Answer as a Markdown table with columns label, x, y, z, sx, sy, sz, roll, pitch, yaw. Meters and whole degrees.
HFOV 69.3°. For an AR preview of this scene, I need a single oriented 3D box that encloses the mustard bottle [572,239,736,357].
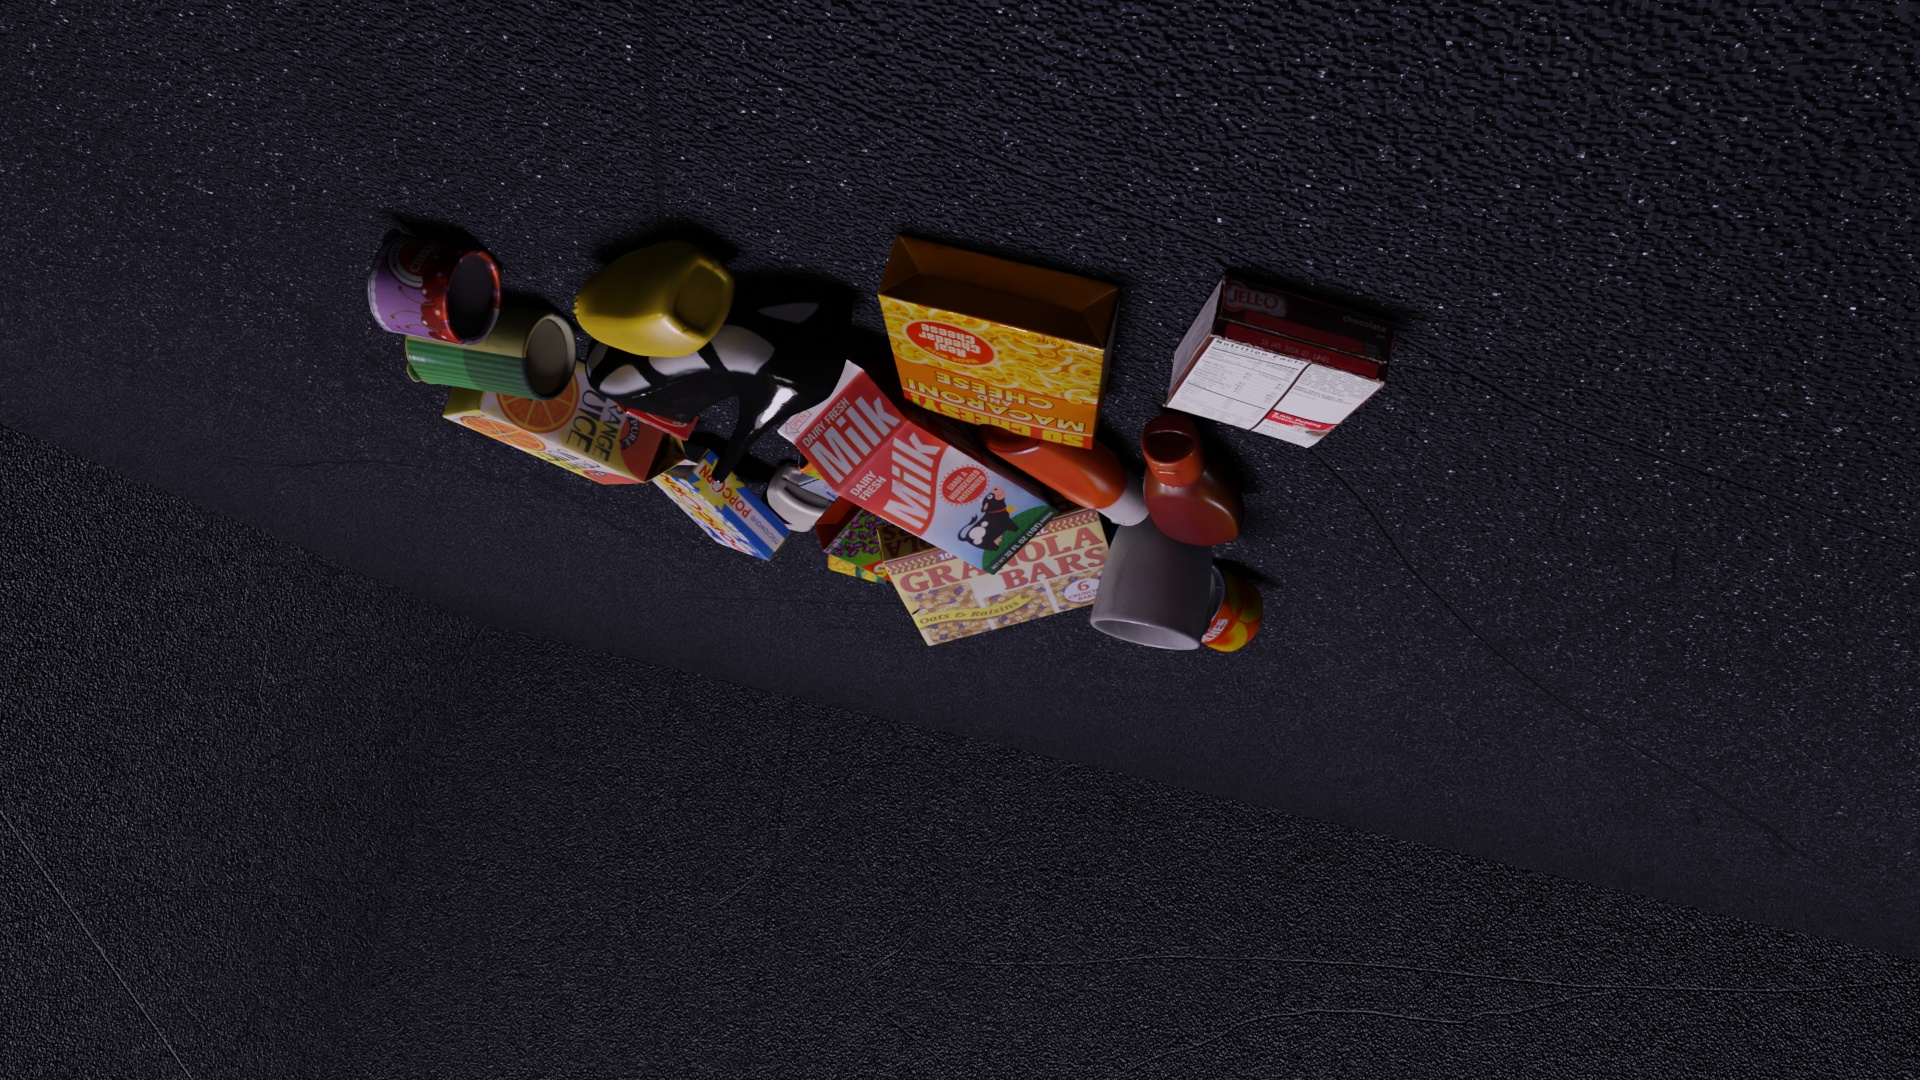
| label | x | y | z | sx | sy | sz | roll | pitch | yaw |
| --- | --- | --- | --- | --- | --- | --- | --- | --- | --- |
| mustard bottle | -0.198 | -0.146 | 0.853 | 0.049 | 0.065 | 0.160 | 33 | 164 | -36 |

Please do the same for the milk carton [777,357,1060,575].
| label | x | y | z | sx | sy | sz | roll | pitch | yaw |
| --- | --- | --- | --- | --- | --- | --- | --- | --- | --- |
| milk carton | -0.029 | -0.055 | 0.935 | 0.190 | 0.074 | 0.072 | 29 | 116 | -39 |

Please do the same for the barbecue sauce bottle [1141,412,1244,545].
| label | x | y | z | sx | sy | sz | roll | pitch | yaw |
| --- | --- | --- | --- | --- | --- | --- | --- | --- | --- |
| barbecue sauce bottle | 0.150 | -0.039 | 0.924 | 0.065 | 0.044 | 0.148 | 7 | 164 | 20 |

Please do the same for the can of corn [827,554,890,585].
| label | x | y | z | sx | sy | sz | roll | pitch | yaw |
| --- | --- | --- | --- | --- | --- | --- | --- | --- | --- |
| can of corn | -0.088 | 0.005 | 1.314 | 0.058 | 0.071 | 0.071 | 15 | 166 | 5 |

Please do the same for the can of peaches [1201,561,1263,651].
| label | x | y | z | sx | sy | sz | roll | pitch | yaw |
| --- | --- | --- | --- | --- | --- | --- | --- | --- | --- |
| can of peaches | 0.216 | 0.058 | 1.184 | 0.058 | 0.071 | 0.071 | 25 | 163 | -38 |

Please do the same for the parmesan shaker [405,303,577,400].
| label | x | y | z | sx | sy | sz | roll | pitch | yaw |
| --- | --- | --- | --- | --- | --- | --- | --- | --- | --- |
| parmesan shaker | -0.343 | -0.138 | 1.016 | 0.103 | 0.071 | 0.071 | 11 | 165 | 19 |

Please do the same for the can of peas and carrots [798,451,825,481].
| label | x | y | z | sx | sy | sz | roll | pitch | yaw |
| --- | --- | --- | --- | --- | --- | --- | --- | --- | --- |
| can of peas and carrots | -0.077 | -0.071 | 1.005 | 0.059 | 0.071 | 0.071 | 21 | 165 | -18 |

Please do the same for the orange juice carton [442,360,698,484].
| label | x | y | z | sx | sy | sz | roll | pitch | yaw |
| --- | --- | --- | --- | --- | --- | --- | --- | --- | --- |
| orange juice carton | -0.311 | -0.098 | 1.140 | 0.192 | 0.073 | 0.071 | 26 | 163 | -39 |

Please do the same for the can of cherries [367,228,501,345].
| label | x | y | z | sx | sy | sz | roll | pitch | yaw |
| --- | --- | --- | --- | --- | --- | --- | --- | --- | --- |
| can of cherries | -0.348 | -0.168 | 0.920 | 0.058 | 0.071 | 0.071 | 12 | 166 | 13 |

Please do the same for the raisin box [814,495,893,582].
| label | x | y | z | sx | sy | sz | roll | pitch | yaw |
| --- | --- | --- | --- | --- | --- | --- | --- | --- | --- |
| raisin box | -0.048 | -0.009 | 1.179 | 0.123 | 0.086 | 0.040 | 27 | -155 | -39 |

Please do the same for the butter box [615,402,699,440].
| label | x | y | z | sx | sy | sz | roll | pitch | yaw |
| --- | --- | --- | --- | --- | --- | --- | --- | --- | --- |
| butter box | -0.237 | -0.110 | 1.031 | 0.053 | 0.024 | 0.104 | 26 | -172 | -39 |

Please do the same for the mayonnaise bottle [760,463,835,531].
| label | x | y | z | sx | sy | sz | roll | pitch | yaw |
| --- | --- | --- | --- | --- | --- | --- | --- | --- | --- |
| mayonnaise bottle | -0.156 | -0.035 | 1.292 | 0.065 | 0.041 | 0.148 | 26 | 166 | -13 |

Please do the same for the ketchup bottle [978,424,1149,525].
| label | x | y | z | sx | sy | sz | roll | pitch | yaw |
| --- | --- | --- | --- | --- | --- | --- | --- | --- | --- |
| ketchup bottle | 0.079 | -0.051 | 0.953 | 0.065 | 0.043 | 0.148 | 12 | 168 | 44 |

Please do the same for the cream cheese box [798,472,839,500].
| label | x | y | z | sx | sy | sz | roll | pitch | yaw |
| --- | --- | --- | --- | --- | --- | --- | --- | --- | --- |
| cream cheese box | -0.084 | -0.043 | 1.211 | 0.104 | 0.024 | 0.053 | 22 | 166 | -24 |

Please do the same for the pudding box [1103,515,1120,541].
| label | x | y | z | sx | sy | sz | roll | pitch | yaw |
| --- | --- | --- | --- | --- | --- | --- | --- | --- | --- |
| pudding box | 0.123 | 0.001 | 1.145 | 0.083 | 0.030 | 0.049 | 7 | 163 | 32 |

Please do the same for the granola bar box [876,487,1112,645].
| label | x | y | z | sx | sy | sz | roll | pitch | yaw |
| --- | --- | --- | --- | --- | --- | --- | --- | --- | --- |
| granola bar box | 0.034 | 0.017 | 1.072 | 0.165 | 0.039 | 0.123 | -15 | 142 | 8 |

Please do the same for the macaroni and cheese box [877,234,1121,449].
| label | x | y | z | sx | sy | sz | roll | pitch | yaw |
| --- | --- | --- | --- | --- | --- | --- | --- | --- | --- |
| macaroni and cheese box | 0.023 | -0.108 | 0.796 | 0.124 | 0.040 | 0.166 | 15 | 166 | 7 |

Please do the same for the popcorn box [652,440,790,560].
| label | x | y | z | sx | sy | sz | roll | pitch | yaw |
| --- | --- | --- | --- | --- | --- | --- | --- | --- | --- |
| popcorn box | -0.224 | -0.038 | 1.265 | 0.085 | 0.038 | 0.126 | 17 | 156 | 45 |
